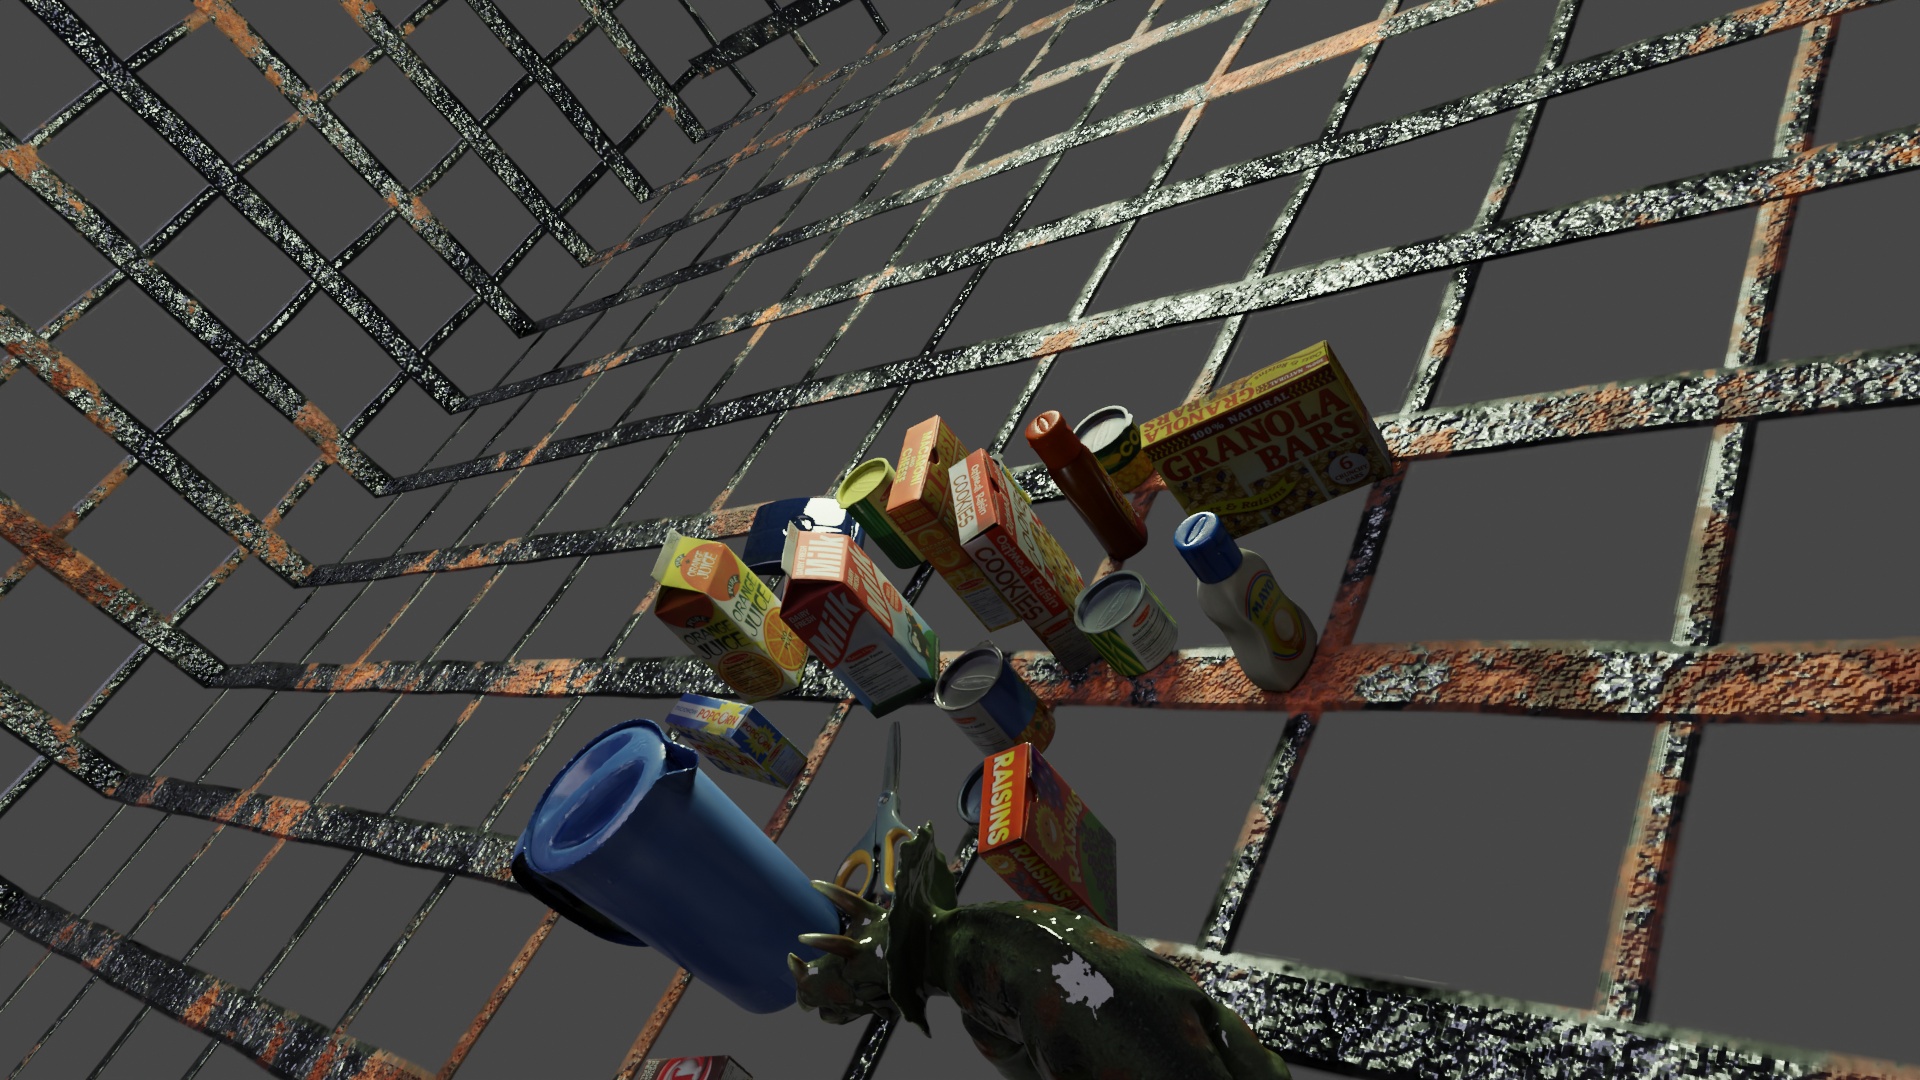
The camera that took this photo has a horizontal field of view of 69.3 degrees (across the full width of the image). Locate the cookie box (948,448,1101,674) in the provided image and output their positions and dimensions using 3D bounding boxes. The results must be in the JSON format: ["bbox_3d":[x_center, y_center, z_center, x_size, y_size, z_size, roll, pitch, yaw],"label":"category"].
[{"bbox_3d":[0.056,0.016,1.179,0.040,0.167,0.123,-32,31,14],"label":"cookie box"}]

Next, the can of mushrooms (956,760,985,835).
[{"bbox_3d":[0.034,0.203,1.085,0.071,0.033,0.071,-28,32,19],"label":"can of mushrooms"}]

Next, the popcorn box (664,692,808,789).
[{"bbox_3d":[-0.216,0.190,1.328,0.126,0.085,0.038,2,50,49],"label":"popcorn box"}]

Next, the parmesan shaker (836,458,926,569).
[{"bbox_3d":[-0.074,-0.025,1.442,0.071,0.103,0.072,-28,32,19],"label":"parmesan shaker"}]

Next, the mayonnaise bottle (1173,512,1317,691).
[{"bbox_3d":[0.204,0.042,0.999,0.041,0.147,0.065,0,48,49],"label":"mayonnaise bottle"}]

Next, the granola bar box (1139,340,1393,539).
[{"bbox_3d":[0.248,-0.074,1.130,0.165,0.124,0.039,-25,33,24],"label":"granola bar box"}]

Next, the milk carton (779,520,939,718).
[{"bbox_3d":[-0.101,0.067,1.261,0.073,0.190,0.073,-29,31,19],"label":"milk carton"}]

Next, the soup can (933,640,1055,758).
[{"bbox_3d":[0.030,0.135,1.131,0.071,0.083,0.072,-28,32,19],"label":"soup can"}]

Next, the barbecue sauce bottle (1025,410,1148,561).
[{"bbox_3d":[0.111,-0.050,1.226,0.043,0.148,0.065,-34,30,11],"label":"barbecue sauce bottle"}]

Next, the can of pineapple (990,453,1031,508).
[{"bbox_3d":[0.031,-0.042,1.395,0.071,0.057,0.071,-28,32,19],"label":"can of pineapple"}]

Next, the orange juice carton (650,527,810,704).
[{"bbox_3d":[-0.239,0.074,1.403,0.073,0.192,0.072,-22,34,29],"label":"orange juice carton"}]

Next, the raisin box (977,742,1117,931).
[{"bbox_3d":[0.062,0.210,0.954,0.040,0.123,0.086,-25,33,24],"label":"raisin box"}]

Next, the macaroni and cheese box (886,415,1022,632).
[{"bbox_3d":[0.005,-0.016,1.280,0.040,0.166,0.124,-23,34,27],"label":"macaroni and cheese box"}]

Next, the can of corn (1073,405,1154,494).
[{"bbox_3d":[0.147,-0.085,1.324,0.071,0.058,0.071,-28,32,19],"label":"can of corn"}]

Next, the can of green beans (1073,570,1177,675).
[{"bbox_3d":[0.135,0.068,1.131,0.071,0.057,0.071,-28,32,19],"label":"can of green beans"}]
